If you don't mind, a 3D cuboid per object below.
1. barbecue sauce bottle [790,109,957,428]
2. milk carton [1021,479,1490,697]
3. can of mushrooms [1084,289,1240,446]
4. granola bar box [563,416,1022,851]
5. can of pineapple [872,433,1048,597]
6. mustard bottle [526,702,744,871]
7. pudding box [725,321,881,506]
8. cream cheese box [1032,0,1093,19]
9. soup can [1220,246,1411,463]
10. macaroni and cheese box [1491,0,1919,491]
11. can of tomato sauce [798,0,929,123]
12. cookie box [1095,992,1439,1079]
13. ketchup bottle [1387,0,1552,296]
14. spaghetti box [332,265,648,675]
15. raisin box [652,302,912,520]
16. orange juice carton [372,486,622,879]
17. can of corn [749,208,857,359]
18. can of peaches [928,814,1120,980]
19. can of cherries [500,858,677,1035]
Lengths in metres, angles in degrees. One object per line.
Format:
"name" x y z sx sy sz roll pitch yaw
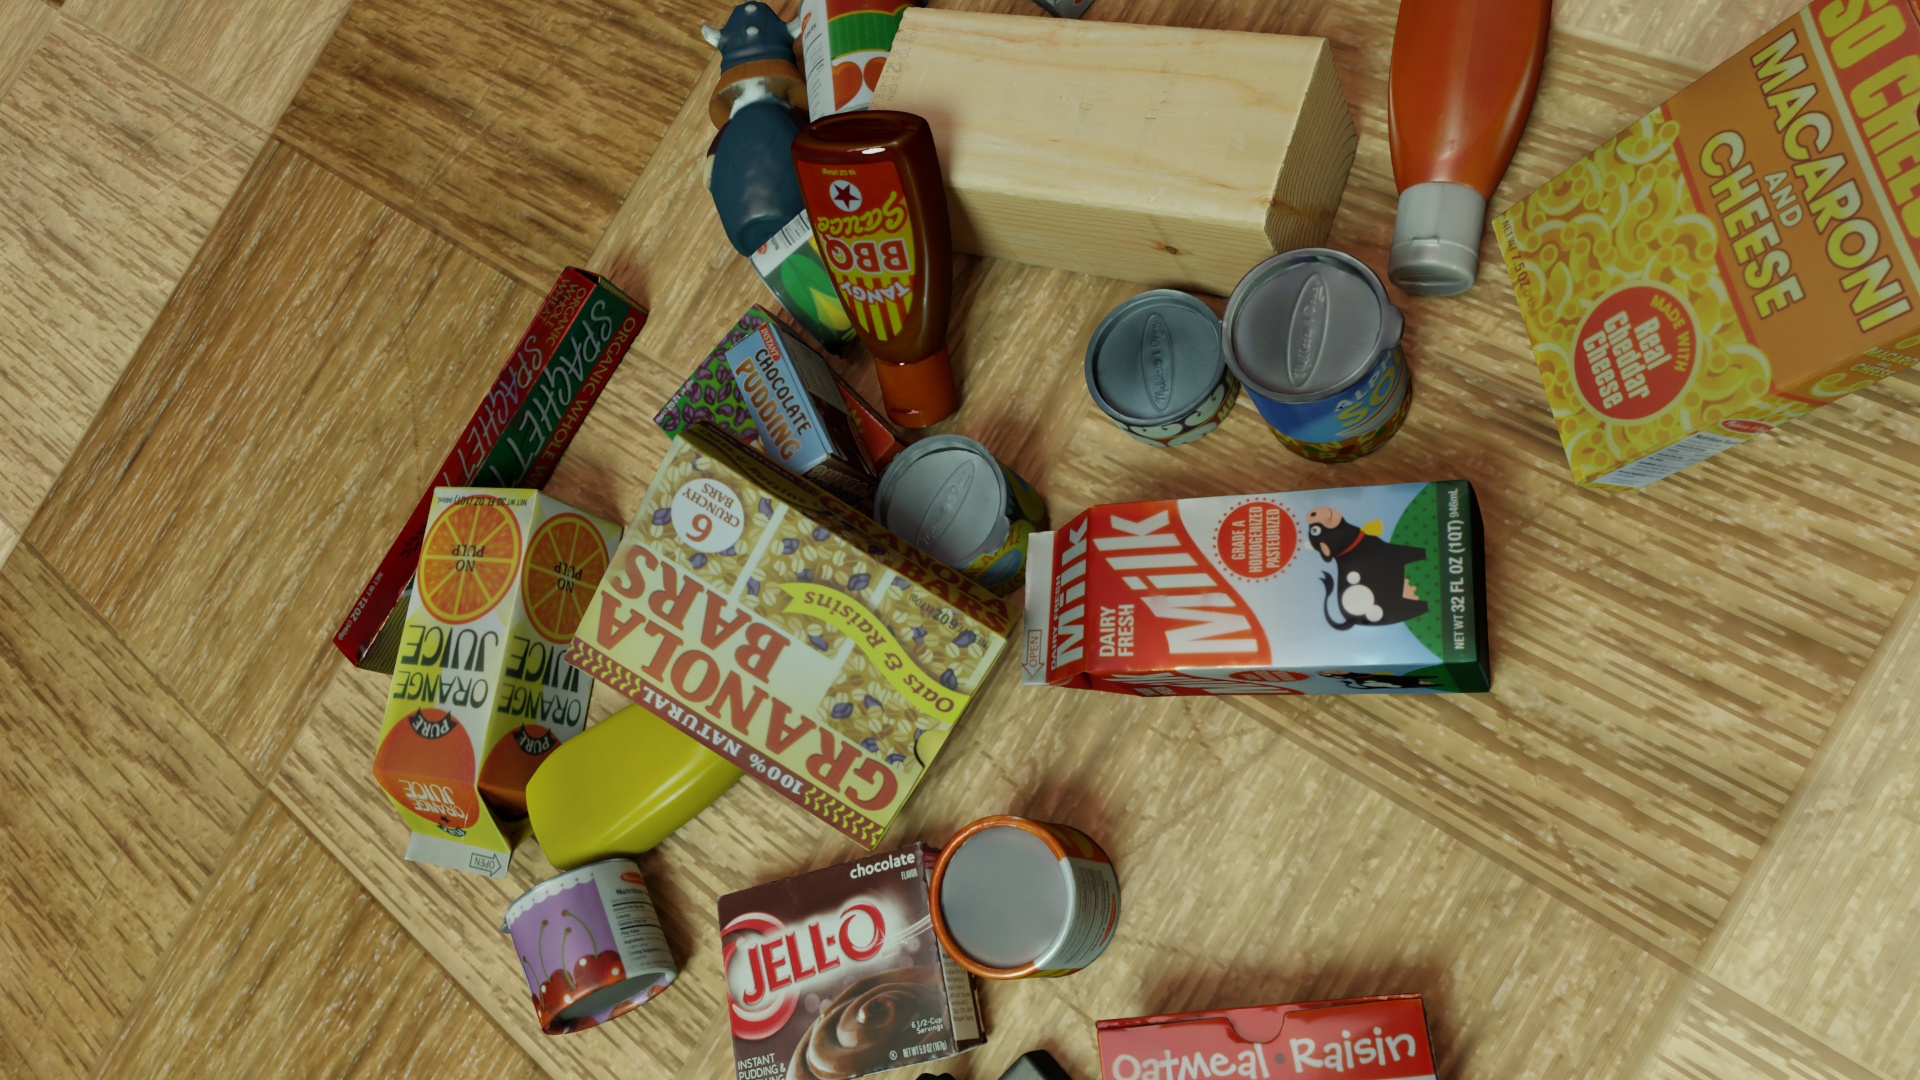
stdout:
"barbecue sauce bottle" -0.032 -0.123 0.649 0.065 0.147 0.044 8 42 25
"milk carton" 0.115 0.025 0.575 0.190 0.073 0.072 -3 74 24
"can of mushrooms" 0.096 -0.079 0.637 0.071 0.033 0.071 -7 71 23
"granola bar box" -0.075 0.042 0.611 0.165 0.039 0.123 32 111 2
"can of pineapple" 0.002 -0.008 0.644 0.071 0.058 0.071 -7 72 23
"mustard bottle" -0.136 0.103 0.679 0.160 0.048 0.065 -32 64 11
"pudding box" -0.074 -0.058 0.653 0.030 0.049 0.084 -34 63 14
"cream cheese box" 0.038 -0.323 0.742 0.053 0.024 0.104 -48 62 4
"soup can" 0.154 -0.075 0.581 0.071 0.083 0.071 -7 73 23
"macaroni and cheese box" 0.285 -0.106 0.504 0.165 0.040 0.124 -37 56 53
"can of tomato sauce" -0.047 -0.247 0.735 0.071 0.071 0.083 -14 70 20
"cookie box" 0.122 0.257 0.507 0.123 0.040 0.168 -9 71 9
"ketchup bottle" 0.216 -0.182 0.608 0.065 0.043 0.149 6 78 31
"spaghetti box" -0.260 -0.037 0.777 0.029 0.050 0.250 31 88 27
"raisin box" -0.089 -0.050 0.709 0.086 0.040 0.124 -48 61 4
"orange juice carton" -0.243 0.073 0.723 0.072 0.073 0.193 2 76 25
"can of corn" -0.062 -0.137 0.710 0.058 0.071 0.071 -40 63 8
"can of peaches" 0.025 0.151 0.586 0.071 0.058 0.071 -7 73 22
"can of cherries" -0.177 0.194 0.660 0.071 0.071 0.058 -34 65 12
